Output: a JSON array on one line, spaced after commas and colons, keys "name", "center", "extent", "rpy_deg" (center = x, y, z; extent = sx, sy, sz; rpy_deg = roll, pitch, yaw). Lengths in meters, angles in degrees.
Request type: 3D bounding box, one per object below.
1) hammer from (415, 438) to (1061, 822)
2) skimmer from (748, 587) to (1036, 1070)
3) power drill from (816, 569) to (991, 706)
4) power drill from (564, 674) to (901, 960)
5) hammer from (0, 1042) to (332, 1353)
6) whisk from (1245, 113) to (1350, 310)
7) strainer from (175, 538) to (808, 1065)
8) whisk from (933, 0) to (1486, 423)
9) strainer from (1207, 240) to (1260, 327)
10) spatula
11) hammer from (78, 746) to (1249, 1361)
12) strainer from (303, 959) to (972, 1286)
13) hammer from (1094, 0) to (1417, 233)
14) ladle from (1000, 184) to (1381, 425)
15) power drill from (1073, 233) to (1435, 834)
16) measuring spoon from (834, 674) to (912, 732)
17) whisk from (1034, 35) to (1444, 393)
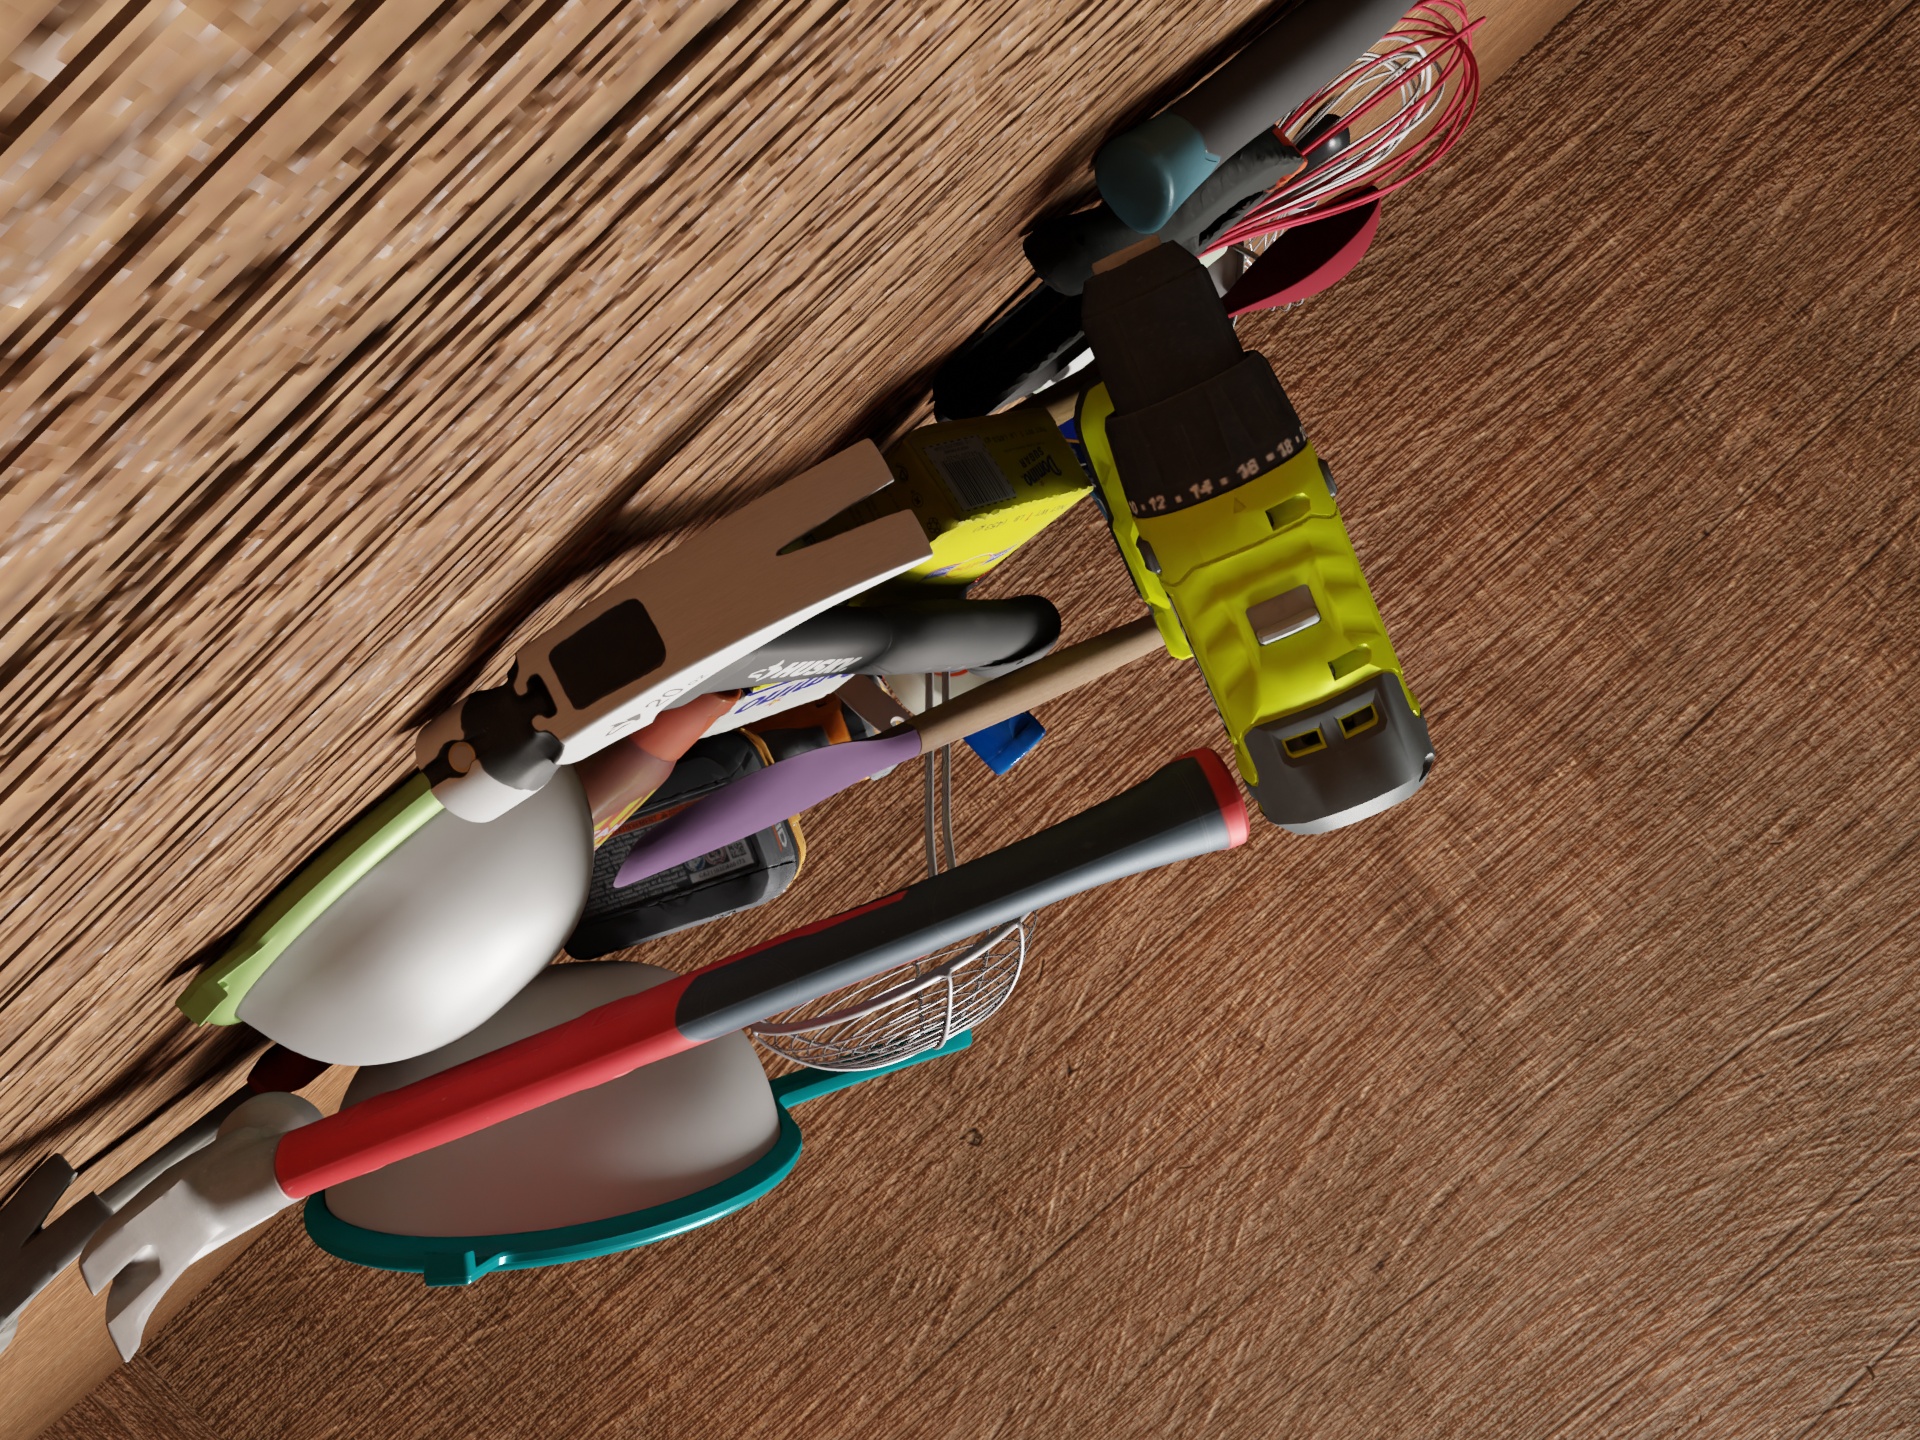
[{"name": "hammer", "center": [-0.026, -0.031, 0.549], "extent": [0.146, 0.035, 0.334], "rpy_deg": [-31, 173, 20]}, {"name": "skimmer", "center": [-0.025, -0.007, 0.714], "extent": [0.127, 0.090, 0.364], "rpy_deg": [-21, -134, 24]}, {"name": "power drill", "center": [-0.072, -0.047, 1.014], "extent": [0.188, 0.080, 0.227], "rpy_deg": [-41, -174, 41]}, {"name": "power drill", "center": [-0.138, 0.043, 0.795], "extent": [0.185, 0.084, 0.226], "rpy_deg": [-19, -172, 15]}, {"name": "hammer", "center": [-0.283, 0.139, 0.714], "extent": [0.149, 0.036, 0.359], "rpy_deg": [-42, -178, 30]}, {"name": "whisk", "center": [0.215, -0.329, 1.031], "extent": [0.070, 0.070, 0.284], "rpy_deg": [-43, 176, 1]}, {"name": "strainer", "center": [-0.135, 0.033, 0.550], "extent": [0.256, 0.069, 0.151], "rpy_deg": [-42, -179, -16]}, {"name": "whisk", "center": [0.109, -0.213, 0.680], "extent": [0.296, 0.073, 0.073], "rpy_deg": [-37, -179, -5]}, {"name": "strainer", "center": [0.141, -0.264, 0.953], "extent": [0.258, 0.050, 0.087], "rpy_deg": [-74, 167, -76]}, {"name": "spatula", "center": [-0.001, -0.002, 0.642], "extent": [0.316, 0.018, 0.059], "rpy_deg": [-23, 161, -39]}, {"name": "hammer", "center": [-0.083, 0.097, 0.527], "extent": [0.386, 0.038, 0.143], "rpy_deg": [-21, -174, -3]}, {"name": "strainer", "center": [-0.130, 0.149, 0.738], "extent": [0.340, 0.095, 0.211], "rpy_deg": [-9, -175, -40]}, {"name": "hammer", "center": [0.157, -0.265, 0.570], "extent": [0.331, 0.033, 0.128], "rpy_deg": [-44, -177, -27]}, {"name": "ladle", "center": [0.059, -0.151, 0.709], "extent": [0.315, 0.031, 0.069], "rpy_deg": [-31, -159, -8]}, {"name": "power drill", "center": [0.092, -0.080, 0.580], "extent": [0.080, 0.190, 0.228], "rpy_deg": [-24, -167, 8]}, {"name": "measuring spoon", "center": [-0.058, -0.028, 0.791], "extent": [0.034, 0.124, 0.018], "rpy_deg": [-24, 139, -33]}, {"name": "whisk", "center": [0.126, -0.238, 0.757], "extent": [0.246, 0.059, 0.057], "rpy_deg": [-39, 142, 3]}]
